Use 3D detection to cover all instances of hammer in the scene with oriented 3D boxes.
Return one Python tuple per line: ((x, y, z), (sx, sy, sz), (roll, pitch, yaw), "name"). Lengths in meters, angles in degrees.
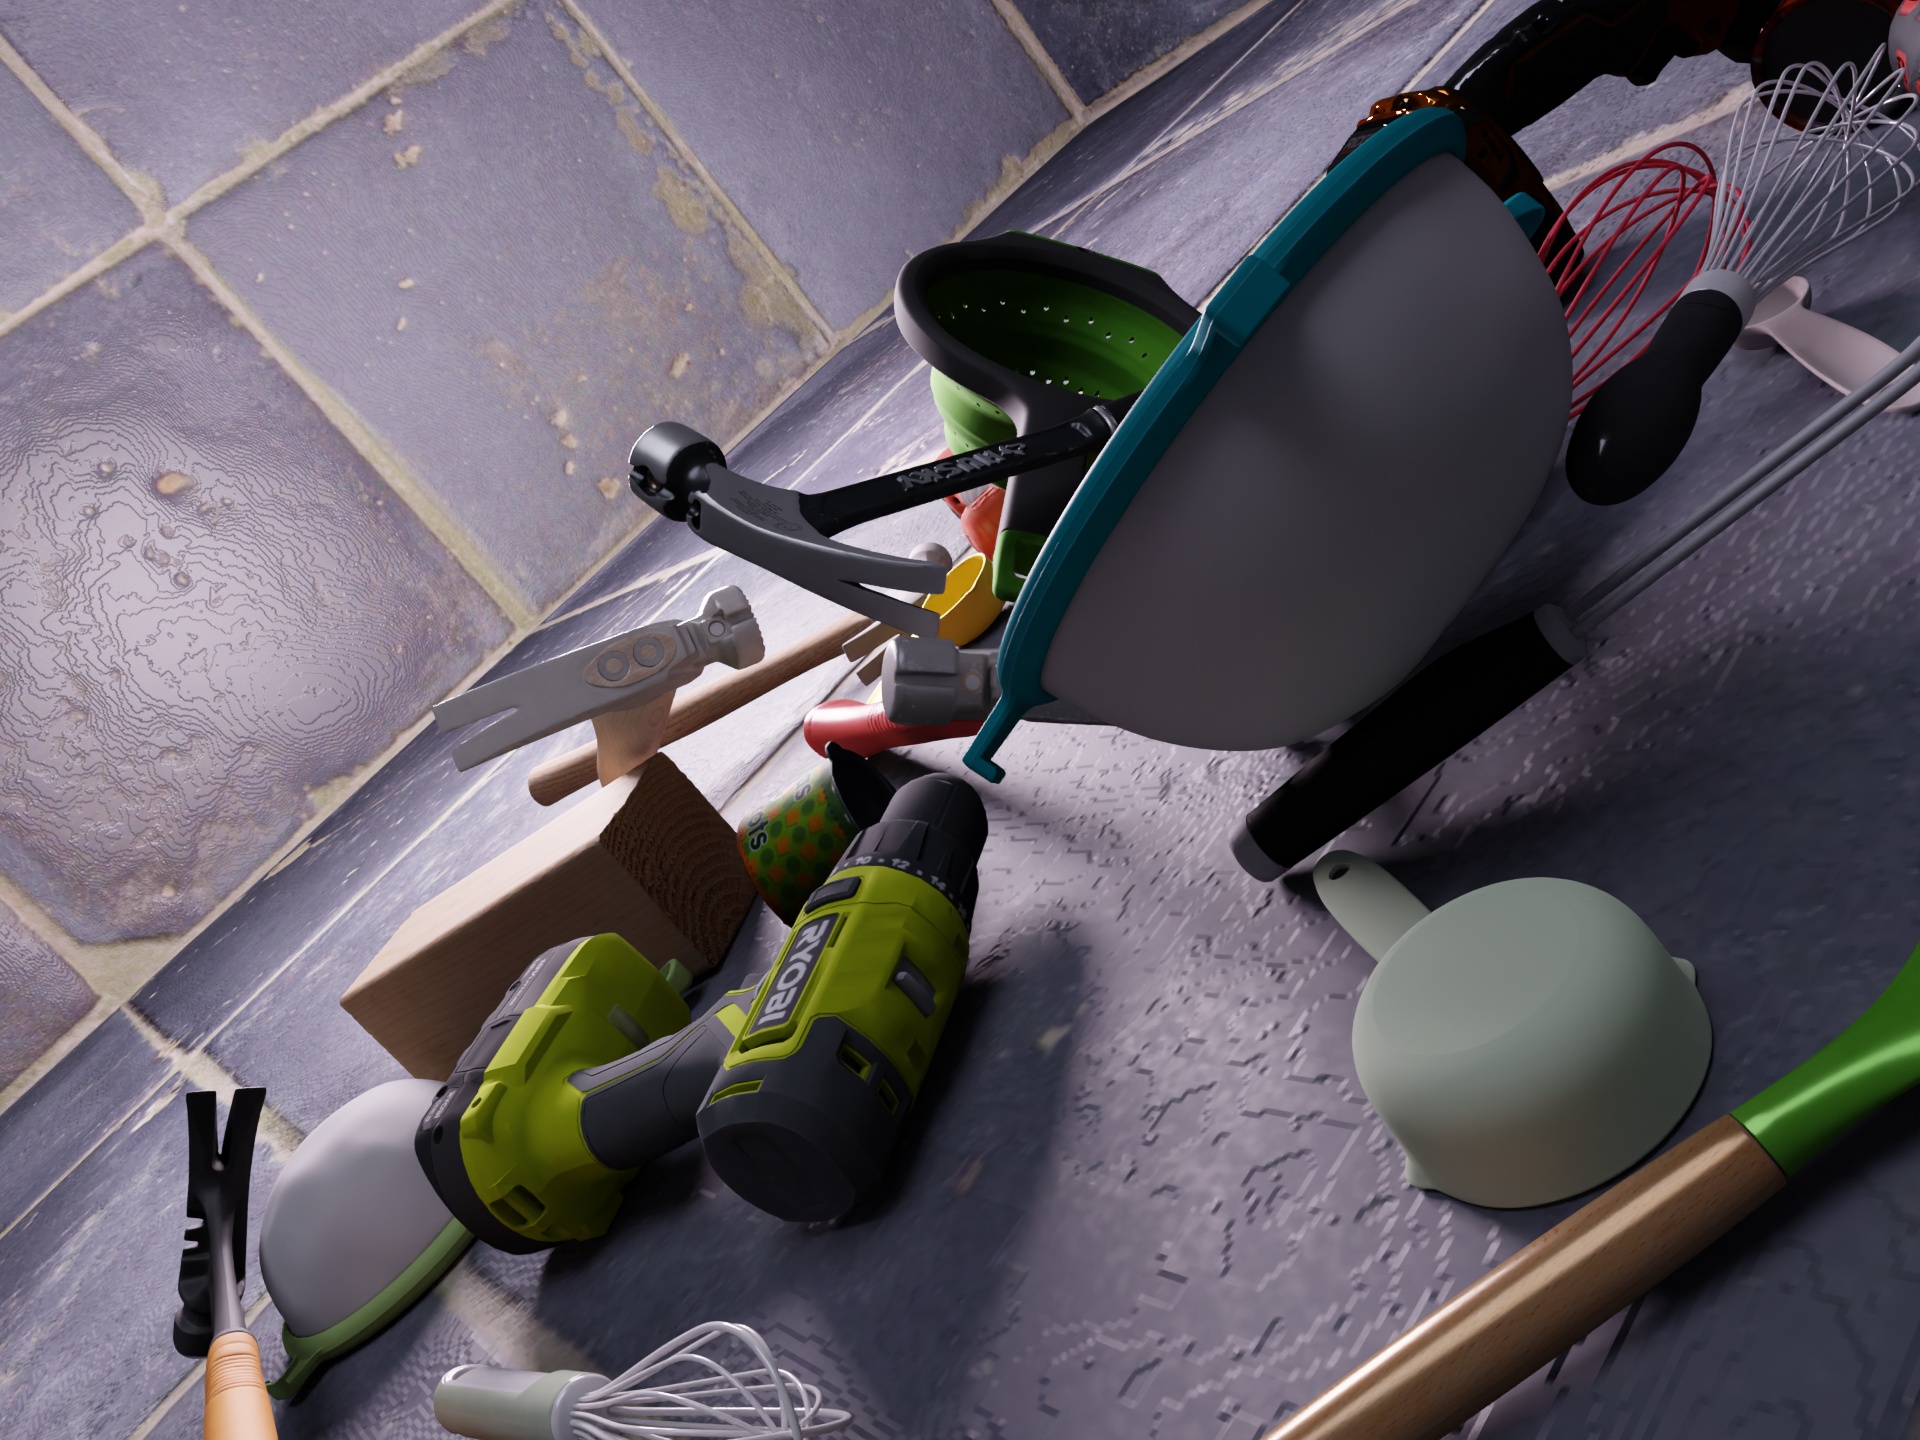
((-0.001, -0.002, 0.731), (0.359, 0.149, 0.037), (170, 103, -73), "hammer")
((0.057, -0.129, 0.730), (0.149, 0.036, 0.409), (33, 39, 32), "hammer")
((-0.280, 0.260, 0.617), (0.337, 0.034, 0.127), (19, 104, 61), "hammer")
((-0.154, -0.019, 1.077), (0.331, 0.031, 0.130), (-25, 22, 15), "hammer")
((-0.195, 0.021, 0.892), (0.146, 0.038, 0.410), (-23, -7, -15), "hammer")

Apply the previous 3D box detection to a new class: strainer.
((-0.244, 0.189, 0.763), (0.256, 0.069, 0.151), (-42, 18, -1), "strainer")
((0.149, -0.094, 0.514), (0.340, 0.095, 0.211), (-39, -16, -40), "strainer")

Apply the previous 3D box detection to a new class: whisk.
((-0.111, 0.212, 0.485), (0.057, 0.059, 0.246), (-4, -13, -39), "whisk")
((0.258, -0.151, 0.527), (0.070, 0.070, 0.285), (-15, 25, 52), "whisk")
((0.213, -0.114, 0.609), (0.296, 0.073, 0.073), (-49, 20, -13), "whisk")

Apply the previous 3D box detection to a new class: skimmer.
((0.234, -0.041, 0.433), (0.363, 0.090, 0.127), (-42, 11, 29), "skimmer")

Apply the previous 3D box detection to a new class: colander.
((0.043, -0.143, 0.860), (0.397, 0.204, 0.094), (-79, 5, -53), "colander")

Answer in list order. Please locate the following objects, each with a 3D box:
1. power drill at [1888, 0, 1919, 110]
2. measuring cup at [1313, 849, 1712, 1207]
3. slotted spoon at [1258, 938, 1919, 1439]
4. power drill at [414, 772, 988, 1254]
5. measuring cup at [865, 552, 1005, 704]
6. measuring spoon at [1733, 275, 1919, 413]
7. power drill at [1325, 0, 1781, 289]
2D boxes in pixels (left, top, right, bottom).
((0.428, -0.259, 0.499), (0.226, 0.080, 0.188), (-33, 19, 28), "power drill")
((0.119, 0.056, 0.408), (0.083, 0.038, 0.168), (-39, 20, 3), "measuring cup")
((0.132, 0.097, 0.308), (0.314, 0.031, 0.070), (-39, 17, 7), "slotted spoon")
((-0.092, 0.115, 0.626), (0.228, 0.080, 0.191), (-24, 26, 34), "power drill")
((-0.023, -0.030, 0.938), (0.156, 0.029, 0.062), (-57, 21, -13), "measuring cup")
((0.294, -0.123, 0.541), (0.034, 0.018, 0.124), (-29, 27, 15), "measuring spoon")
((0.303, -0.303, 0.759), (0.226, 0.164, 0.084), (-51, 17, 6), "power drill")
